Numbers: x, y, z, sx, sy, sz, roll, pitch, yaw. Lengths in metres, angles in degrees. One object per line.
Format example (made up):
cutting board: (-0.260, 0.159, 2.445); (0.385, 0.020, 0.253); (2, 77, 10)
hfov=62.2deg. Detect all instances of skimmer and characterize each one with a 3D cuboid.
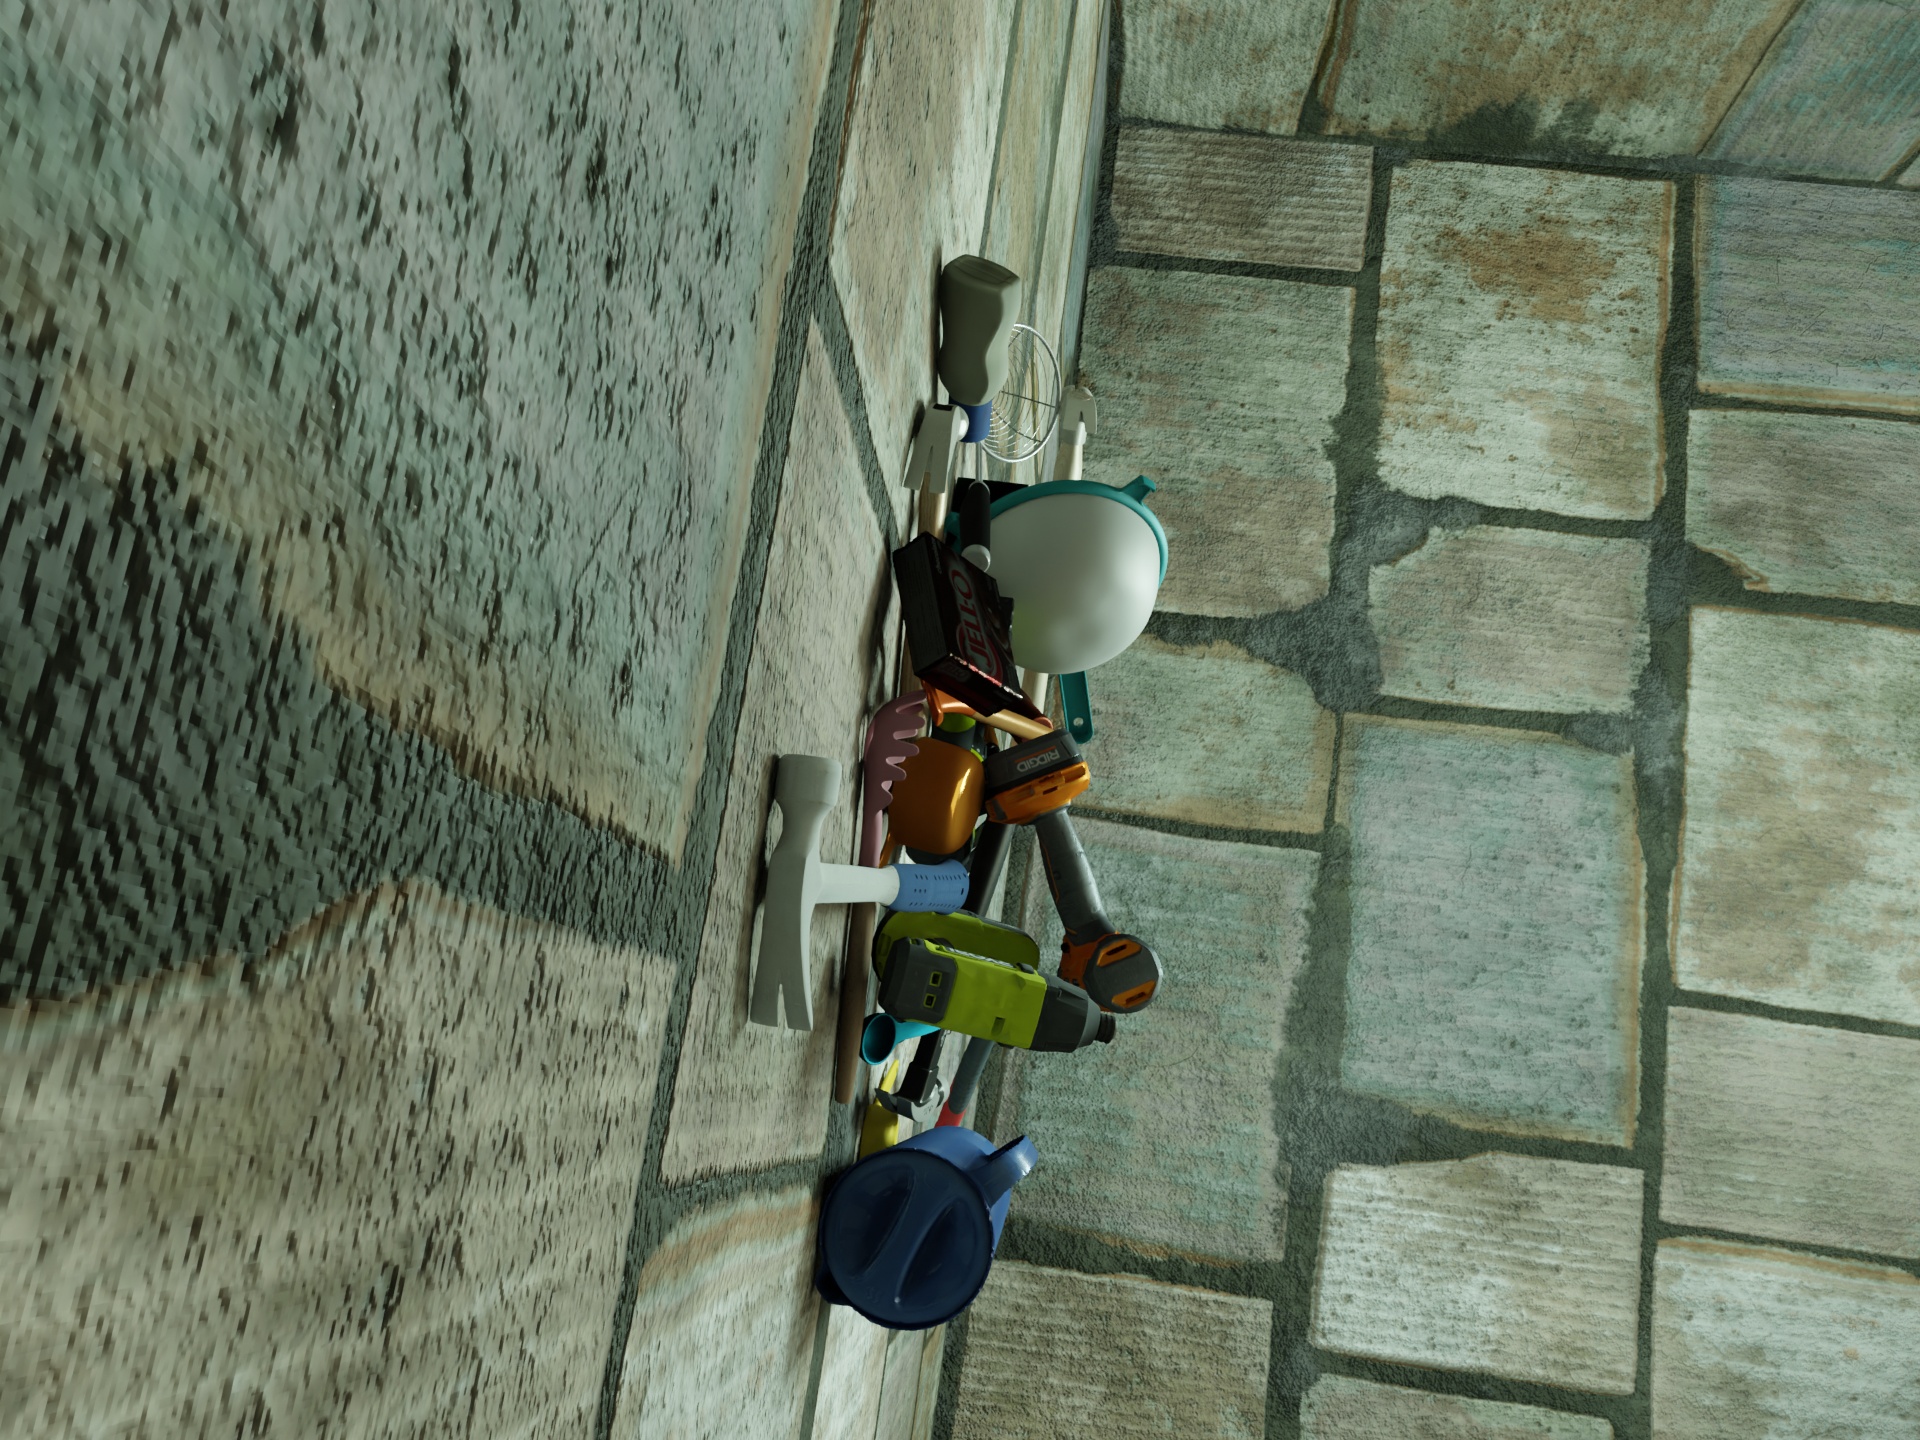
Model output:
skimmer: (0.044, -0.230, 1.363); (0.364, 0.090, 0.127); (-87, 158, -56)

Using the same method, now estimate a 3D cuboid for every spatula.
spatula: (0.025, -0.010, 1.273); (0.322, 0.041, 0.081); (20, 48, -62)

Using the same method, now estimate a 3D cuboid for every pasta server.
pasta server: (-0.062, 0.131, 1.154); (0.060, 0.040, 0.316); (-102, -161, -78)

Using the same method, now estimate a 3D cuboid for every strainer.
strainer: (0.104, -0.069, 1.509); (0.340, 0.211, 0.095); (78, 2, -46)

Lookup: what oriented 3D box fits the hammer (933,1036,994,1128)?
hammer: (-0.004, 0.397, 1.679); (0.143, 0.038, 0.386); (-77, -175, -58)

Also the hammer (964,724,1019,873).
hammer: (0.021, 0.037, 1.617); (0.127, 0.034, 0.337); (-45, -161, 12)

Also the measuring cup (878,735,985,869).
measuring cup: (-0.030, 0.096, 1.222); (0.095, 0.052, 0.174); (73, 35, -57)

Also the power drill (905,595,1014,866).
power drill: (-0.002, -0.005, 1.427); (0.191, 0.080, 0.228); (-78, 175, -49)

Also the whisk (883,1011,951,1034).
whisk: (-0.042, 0.277, 1.505); (0.284, 0.070, 0.070); (24, 73, -79)

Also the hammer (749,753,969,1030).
hammer: (-0.051, 0.111, 1.012); (0.405, 0.035, 0.144); (30, 67, -77)

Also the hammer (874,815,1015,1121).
hammer: (0.002, 0.191, 1.397); (0.146, 0.035, 0.335); (18, 89, -75)

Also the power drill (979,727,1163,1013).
power drill: (0.084, 0.131, 1.307); (0.164, 0.084, 0.226); (135, -66, -77)

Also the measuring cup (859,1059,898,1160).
measuring cup: (-0.063, 0.356, 1.459); (0.156, 0.029, 0.062); (-62, 158, -69)

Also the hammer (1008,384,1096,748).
hammer: (0.088, -0.122, 1.605); (0.146, 0.038, 0.410); (-84, -178, -68)

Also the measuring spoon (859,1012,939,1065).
measuring spoon: (-0.045, 0.249, 1.302); (0.128, 0.021, 0.042); (-7, 102, -52)

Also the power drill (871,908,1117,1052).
power drill: (0.016, 0.200, 1.216); (0.223, 0.171, 0.080); (-172, -82, -81)

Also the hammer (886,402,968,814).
hammer: (-0.030, -0.081, 1.251); (0.130, 0.031, 0.331); (-63, 159, -76)
